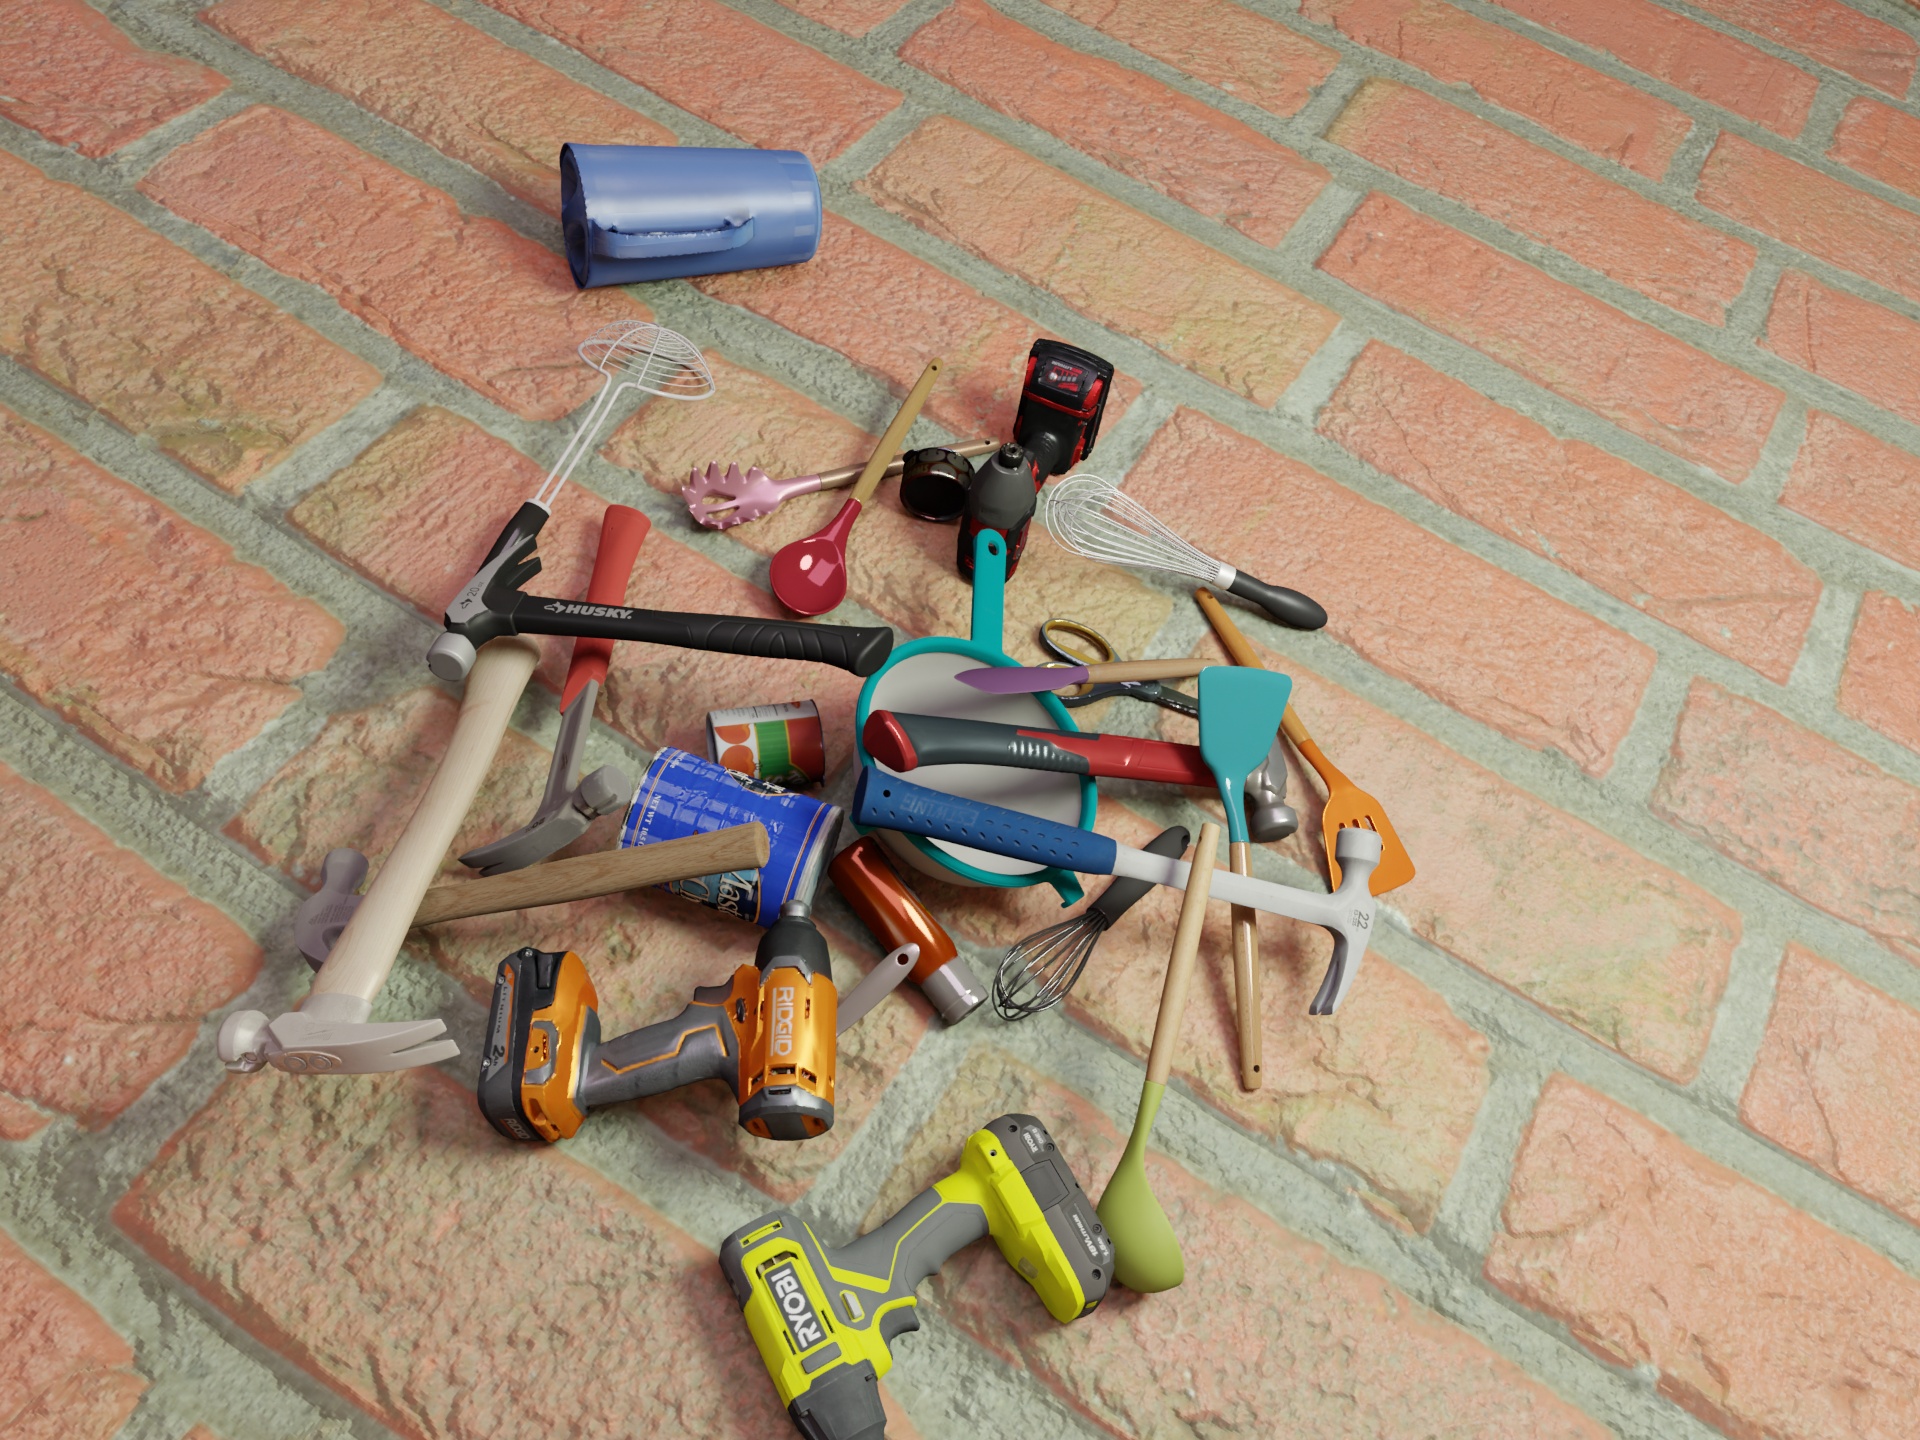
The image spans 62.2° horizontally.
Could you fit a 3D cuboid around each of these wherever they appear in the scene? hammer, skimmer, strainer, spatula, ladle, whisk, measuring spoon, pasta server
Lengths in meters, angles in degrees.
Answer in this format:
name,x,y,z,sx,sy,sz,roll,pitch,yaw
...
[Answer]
name,x,y,z,sx,sy,sz,roll,pitch,yaw
hammer,-0.358,0.073,1.105,0.146,0.038,0.411,-4,39,10
hammer,-0.216,-0.073,1.195,0.335,0.035,0.146,6,43,8
skimmer,-0.336,-0.217,1.397,0.127,0.090,0.363,24,64,3
strainer,-0.002,-0.004,1.264,0.210,0.095,0.341,22,49,-22
spatula,0.113,-0.039,1.286,0.315,0.018,0.060,-5,22,-46
hammer,0.118,0.107,1.146,0.405,0.035,0.144,15,75,-15
ladle,0.150,0.227,1.095,0.062,0.078,0.320,19,74,-14
whisk,0.104,0.148,1.217,0.055,0.055,0.239,40,53,16
measuring spoon,-0.076,0.202,1.129,0.124,0.018,0.034,-44,77,-7
ladle,-0.084,-0.214,1.420,0.069,0.031,0.316,32,62,-10
hammer,-0.298,-0.041,1.251,0.036,0.149,0.359,44,31,-35
spatula,0.217,0.117,1.207,0.082,0.044,0.318,5,73,-20
whisk,0.205,-0.142,1.411,0.284,0.070,0.070,21,53,-14
hammer,0.098,0.012,1.229,0.386,0.038,0.143,7,58,-32
hammer,-0.294,0.116,1.086,0.331,0.031,0.130,-11,39,5
spatula,0.280,0.008,1.365,0.081,0.041,0.323,-14,55,-21
pasta server,-0.102,-0.225,1.443,0.316,0.040,0.060,-16,80,-23

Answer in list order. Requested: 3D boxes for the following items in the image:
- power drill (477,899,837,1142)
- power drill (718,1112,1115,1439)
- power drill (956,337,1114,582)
name,x,y,z,sx,sy,sz,roll,pitch,yaw
power drill,-0.194,0.200,1.069,0.226,0.084,0.164,-4,55,4
power drill,-0.021,0.366,1.022,0.223,0.080,0.171,-22,62,-20
power drill,0.062,-0.237,1.420,0.078,0.143,0.220,22,52,8
